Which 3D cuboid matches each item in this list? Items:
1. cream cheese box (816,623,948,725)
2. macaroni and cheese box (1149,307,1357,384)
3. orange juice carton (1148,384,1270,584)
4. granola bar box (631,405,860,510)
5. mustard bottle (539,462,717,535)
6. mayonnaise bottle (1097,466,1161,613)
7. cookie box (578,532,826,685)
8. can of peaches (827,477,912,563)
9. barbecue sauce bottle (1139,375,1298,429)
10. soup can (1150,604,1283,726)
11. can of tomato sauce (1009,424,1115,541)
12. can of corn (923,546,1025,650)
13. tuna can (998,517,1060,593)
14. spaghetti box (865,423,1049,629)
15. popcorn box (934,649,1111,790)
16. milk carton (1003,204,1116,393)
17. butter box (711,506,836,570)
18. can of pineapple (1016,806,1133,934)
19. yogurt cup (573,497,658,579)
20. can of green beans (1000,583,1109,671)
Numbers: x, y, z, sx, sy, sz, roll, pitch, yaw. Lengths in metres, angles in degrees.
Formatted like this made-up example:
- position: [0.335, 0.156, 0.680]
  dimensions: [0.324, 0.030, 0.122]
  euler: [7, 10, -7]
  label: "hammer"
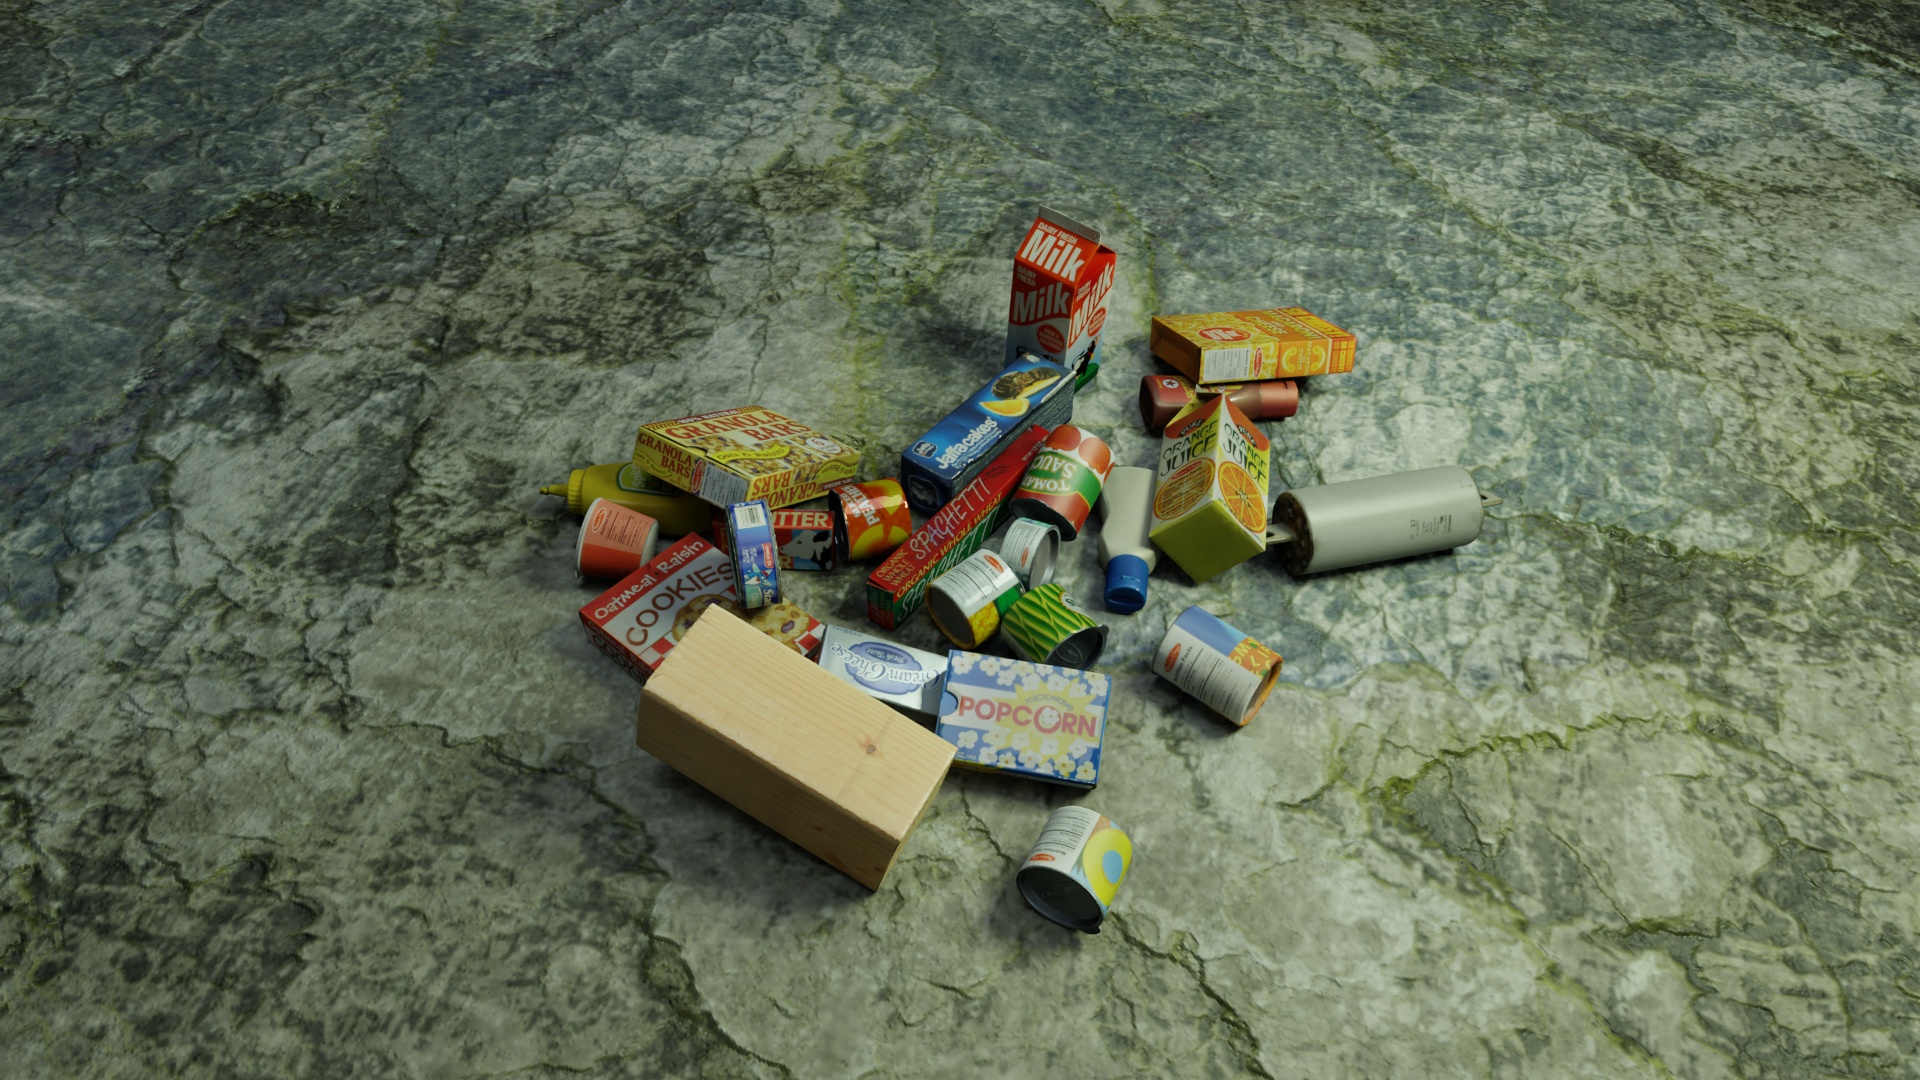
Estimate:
- position: [-0.062, 0.106, 1.089]
  dimensions: [0.104, 0.024, 0.053]
  euler: [17, 59, -11]
  label: "cream cheese box"
- position: [0.291, -0.197, 1.392]
  dimensions: [0.167, 0.040, 0.124]
  euler: [-5, 25, -14]
  label: "macaroni and cheese box"
- position: [0.226, -0.061, 1.243]
  dimensions: [0.071, 0.072, 0.194]
  euler: [42, 39, -23]
  label: "orange juice carton"
- position: [-0.185, -0.074, 1.220]
  dimensions: [0.124, 0.039, 0.166]
  euler: [25, 22, 22]
  label: "granola bar box"
- position: [-0.292, -0.040, 1.223]
  dimensions: [0.160, 0.048, 0.066]
  euler: [3, 40, -1]
  label: "mustard bottle"
- position: [0.149, -0.002, 1.224]
  dimensions: [0.065, 0.041, 0.149]
  euler: [8, 47, 4]
  label: "mayonnaise bottle"
- position: [-0.204, 0.075, 1.123]
  dimensions: [0.168, 0.040, 0.123]
  euler: [33, 52, 25]
  label: "cookie box"
- position: [-0.078, -0.019, 1.203]
  dimensions: [0.058, 0.070, 0.071]
  euler: [-11, 48, -16]
  label: "can of peaches"
- position: [0.253, -0.137, 1.360]
  dimensions: [0.149, 0.043, 0.065]
  euler: [-2, 37, -6]
  label: "barbecue sauce bottle"
- position: [0.207, 0.099, 1.112]
  dimensions: [0.084, 0.071, 0.072]
  euler: [32, 52, 24]
  label: "soup can"
- position: [0.090, -0.052, 1.230]
  dimensions: [0.071, 0.071, 0.083]
  euler: [23, 69, 18]
  label: "can of tomato sauce"
- position: [0.012, 0.050, 1.145]
  dimensions: [0.058, 0.070, 0.071]
  euler: [-34, 56, -24]
  label: "can of corn"
- position: [0.058, 0.016, 1.183]
  dimensions: [0.033, 0.070, 0.071]
  euler: [16, 46, 21]
  label: "tuna can"
- position: [0.004, -0.015, 1.220]
  dimensions: [0.029, 0.049, 0.251]
  euler: [28, 50, 23]
  label: "spaghetti box"
- position: [0.047, 0.137, 1.060]
  dimensions: [0.127, 0.038, 0.085]
  euler: [9, 72, 4]
  label: "popcorn box"
- position: [0.096, -0.230, 1.338]
  dimensions: [0.072, 0.189, 0.074]
  euler: [30, 51, 23]
  label: "milk carton"
- position: [-0.159, -0.001, 1.192]
  dimensions: [0.103, 0.052, 0.024]
  euler: [2, 44, -2]
  label: "butter box"
- position: [0.082, 0.231, 0.975]
  dimensions: [0.071, 0.070, 0.058]
  euler: [22, 48, 17]
  label: "can of pineapple"
- position: [-0.289, 0.003, 1.174]
  dimensions: [0.054, 0.072, 0.073]
  euler: [14, 46, -2]
  label: "yogurt cup"
- position: [0.075, 0.077, 1.123]
  dimensions: [0.071, 0.070, 0.058]
  euler: [-23, 51, -24]
  label: "can of green beans"
